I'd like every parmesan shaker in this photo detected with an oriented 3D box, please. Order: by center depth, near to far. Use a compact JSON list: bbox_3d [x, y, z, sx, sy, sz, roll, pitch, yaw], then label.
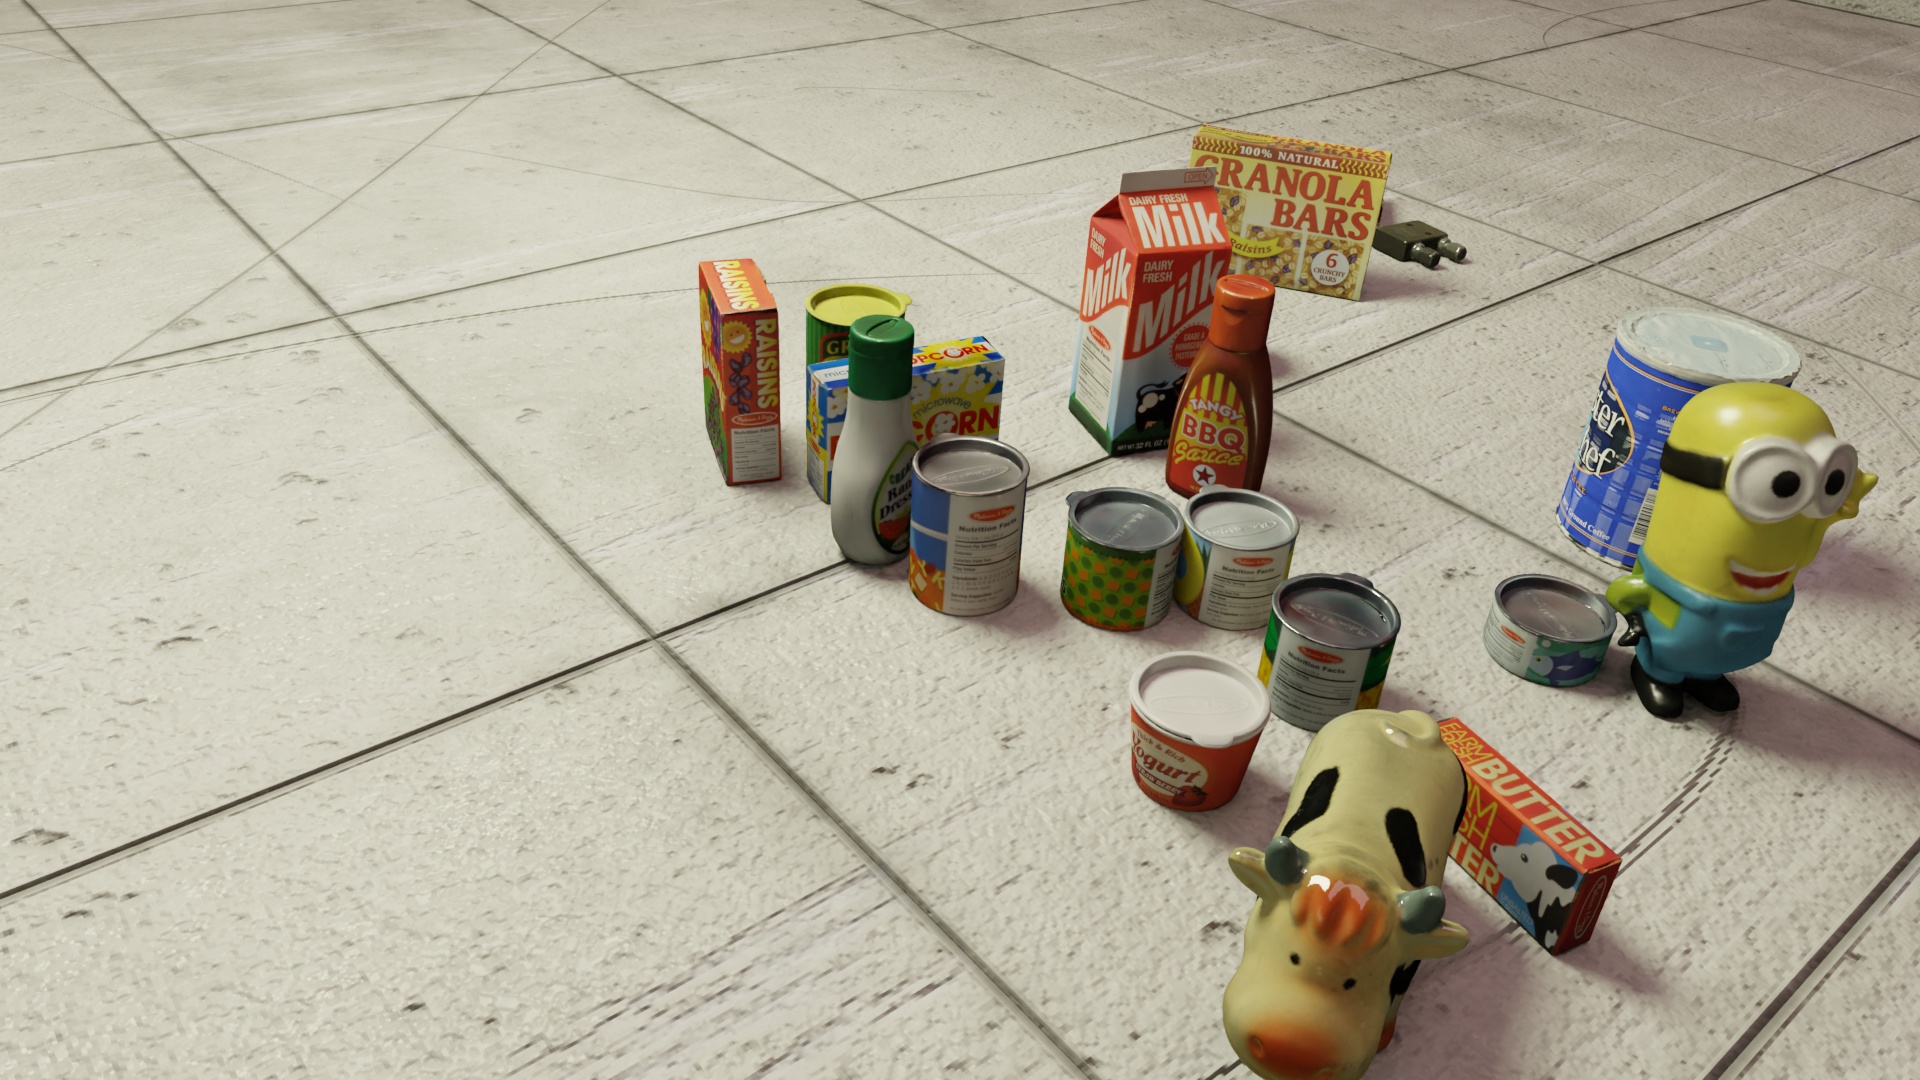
[{"bbox_3d":[-0.068,-0.112,0.932,0.071,0.102,0.072,3,33,-2],"label":"parmesan shaker"}]

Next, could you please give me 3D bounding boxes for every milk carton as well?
[{"bbox_3d":[0.129,-0.160,0.945,0.072,0.189,0.074,-9,35,-19],"label":"milk carton"}]

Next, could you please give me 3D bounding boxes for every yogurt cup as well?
[{"bbox_3d":[0.114,0.095,0.680,0.072,0.053,0.073,3,33,-2],"label":"yogurt cup"}]

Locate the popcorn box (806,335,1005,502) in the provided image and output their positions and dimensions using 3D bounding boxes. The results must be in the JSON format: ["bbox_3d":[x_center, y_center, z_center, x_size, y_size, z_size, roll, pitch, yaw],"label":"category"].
[{"bbox_3d":[-0.036,-0.079,0.902,0.127,0.084,0.038,-13,37,-24],"label":"popcorn box"}]

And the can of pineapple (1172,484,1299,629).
[{"bbox_3d":[0.159,0.009,0.811,0.071,0.057,0.071,3,33,-2],"label":"can of pineapple"}]

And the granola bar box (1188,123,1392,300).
[{"bbox_3d":[0.280,-0.287,1.213,0.165,0.123,0.039,14,34,15],"label":"granola bar box"}]

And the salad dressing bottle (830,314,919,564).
[{"bbox_3d":[-0.048,-0.058,0.811,0.044,0.146,0.064,21,37,25],"label":"salad dressing bottle"}]

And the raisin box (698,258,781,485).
[{"bbox_3d":[-0.143,-0.110,0.904,0.040,0.122,0.086,-7,35,-16],"label":"raisin box"}]

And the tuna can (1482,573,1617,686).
[{"bbox_3d":[0.336,0.050,0.788,0.071,0.032,0.071,3,33,-2],"label":"tuna can"}]

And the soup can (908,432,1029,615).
[{"bbox_3d":[0.003,-0.010,0.802,0.071,0.083,0.072,3,33,-2],"label":"soup can"}]

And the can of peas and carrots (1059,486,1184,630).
[{"bbox_3d":[0.090,0.010,0.803,0.071,0.058,0.071,3,33,-2],"label":"can of peas and carrots"}]

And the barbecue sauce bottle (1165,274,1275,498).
[{"bbox_3d":[0.171,-0.095,0.888,0.065,0.147,0.044,21,37,24],"label":"barbecue sauce bottle"}]

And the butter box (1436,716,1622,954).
[{"bbox_3d":[0.248,0.133,0.636,0.024,0.052,0.104,-13,37,-23],"label":"butter box"}]

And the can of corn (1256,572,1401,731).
[{"bbox_3d":[0.195,0.058,0.739,0.071,0.058,0.071,3,33,-2],"label":"can of corn"}]
